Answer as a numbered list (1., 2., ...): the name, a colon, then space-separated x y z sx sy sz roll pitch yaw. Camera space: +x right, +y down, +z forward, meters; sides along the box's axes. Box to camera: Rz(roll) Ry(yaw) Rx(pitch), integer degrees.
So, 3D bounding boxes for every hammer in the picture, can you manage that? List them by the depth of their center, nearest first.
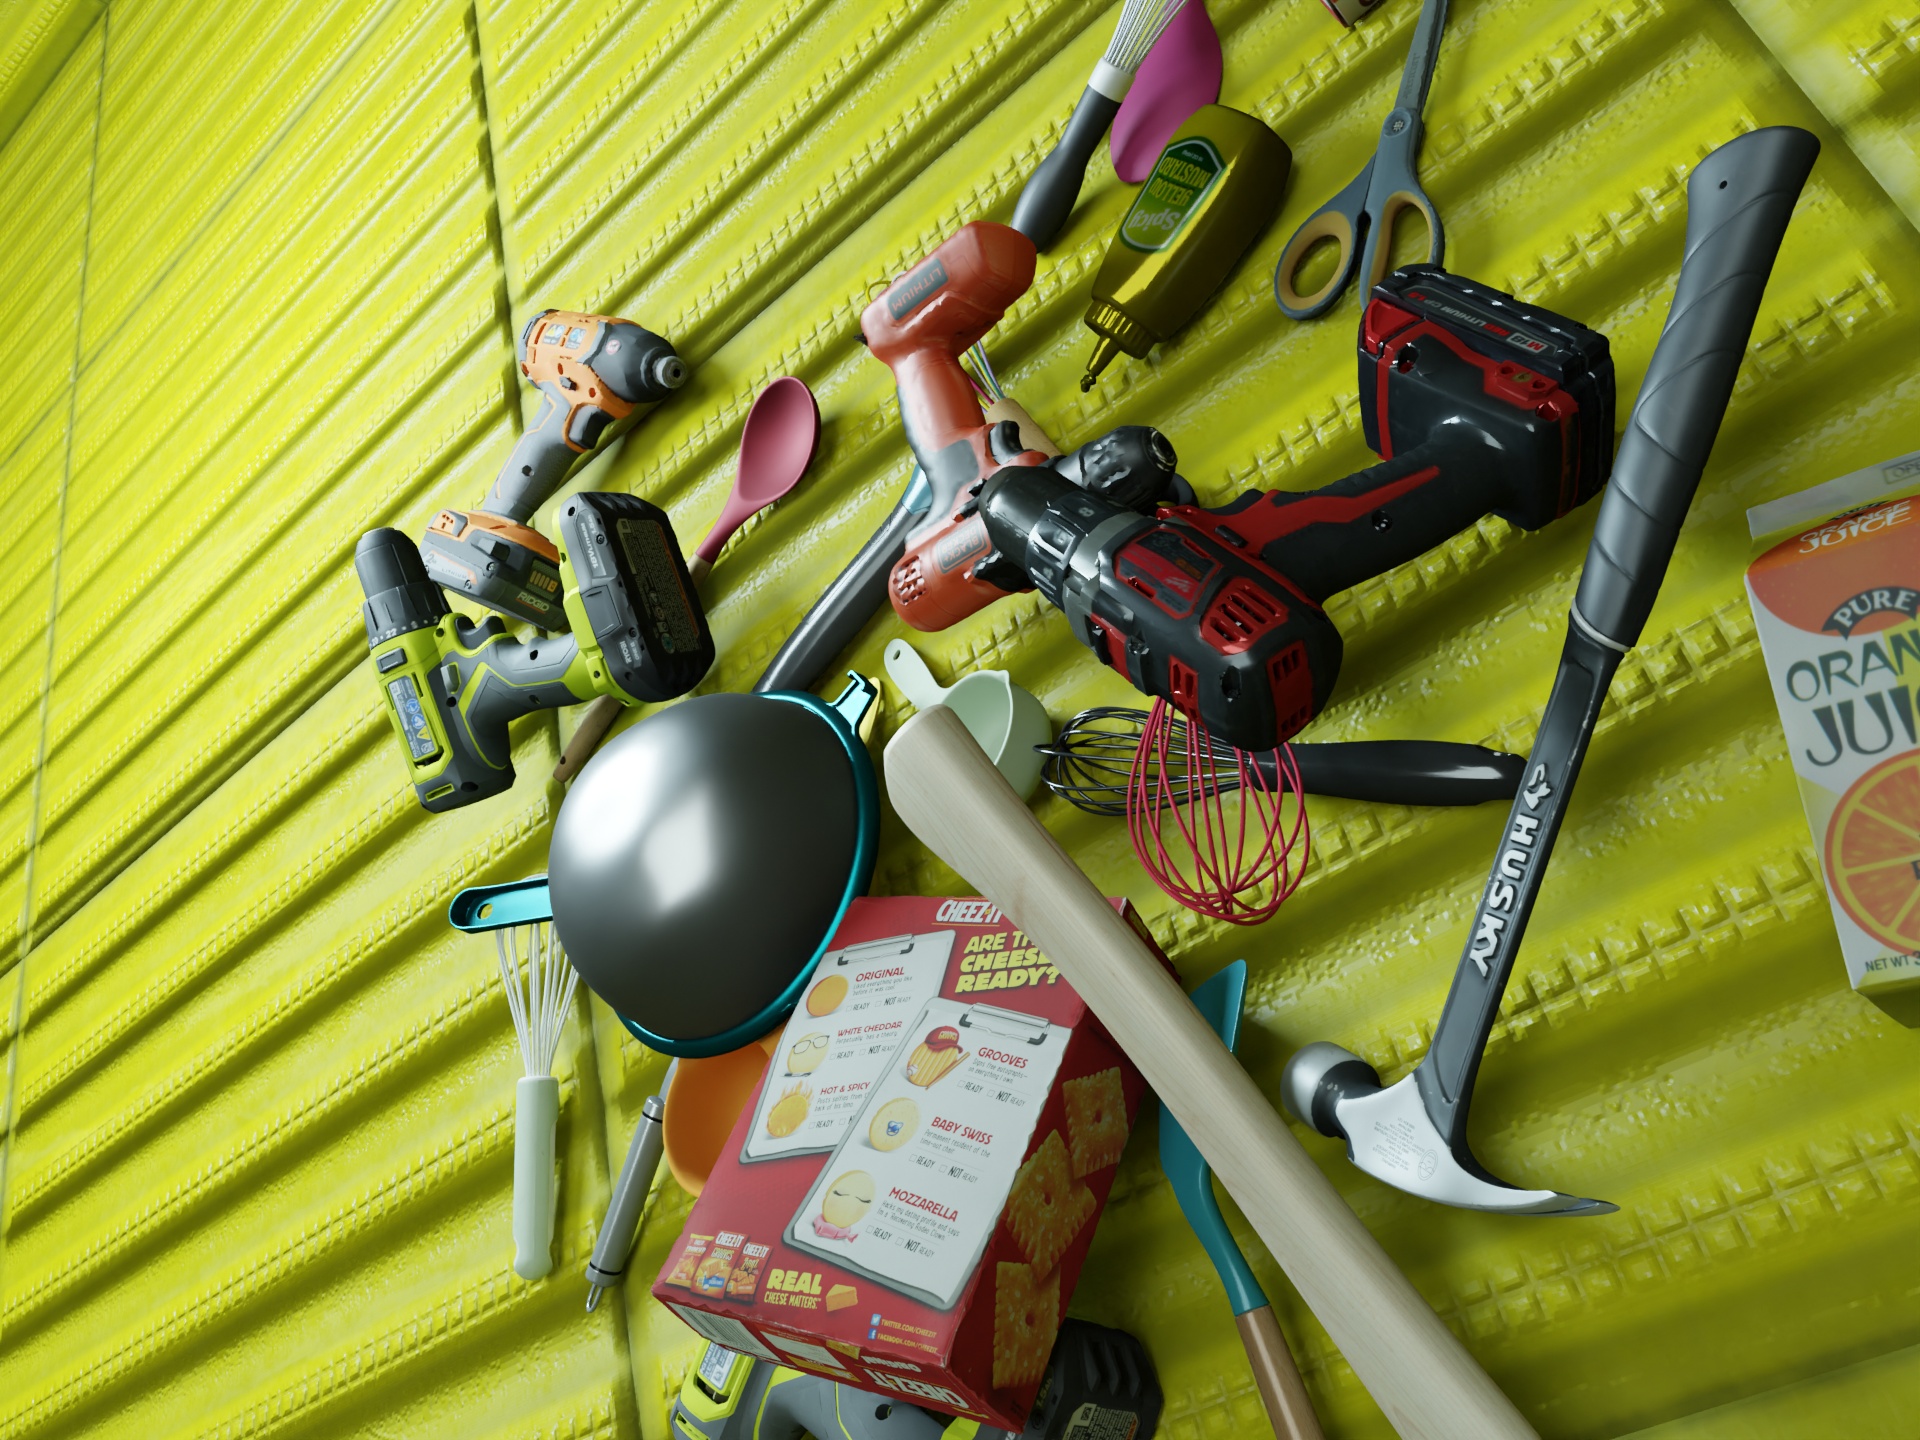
1. hammer: 0.231 -0.016 0.583 0.149 0.036 0.409 25 98 65
2. hammer: 0.105 0.144 0.586 0.411 0.038 0.146 51 130 23
3. hammer: -0.107 -0.021 0.944 0.331 0.033 0.128 -49 48 14

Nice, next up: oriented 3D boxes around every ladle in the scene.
1. ladle: -0.181 -0.085 1.037 0.069 0.031 0.315 45 106 35

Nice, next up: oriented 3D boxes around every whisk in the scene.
1. whisk: 0.103 -0.026 0.703 0.073 0.073 0.296 -34 33 26
2. whisk: 0.135 0.020 0.712 0.239 0.055 0.055 1 74 37
3. whisk: 0.098 -0.378 0.862 0.284 0.070 0.070 -58 45 29
4. whisk: 0.009 -0.185 0.904 0.051 0.047 0.245 -46 53 15
5. whisk: -0.258 0.213 0.976 0.057 0.059 0.246 127 142 -65

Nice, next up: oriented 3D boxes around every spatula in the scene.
1. spatula: 0.134 0.254 0.623 0.082 0.044 0.318 -56 47 52

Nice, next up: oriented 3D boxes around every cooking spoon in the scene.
1. cooking spoon: 0.136 -0.456 0.917 0.069 0.017 0.319 3 76 41

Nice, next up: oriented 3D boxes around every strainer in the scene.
1. strainer: -0.201 0.077 0.882 0.340 0.095 0.211 -13 60 35
2. strainer: -0.168 0.213 0.900 0.087 0.050 0.258 17 88 59

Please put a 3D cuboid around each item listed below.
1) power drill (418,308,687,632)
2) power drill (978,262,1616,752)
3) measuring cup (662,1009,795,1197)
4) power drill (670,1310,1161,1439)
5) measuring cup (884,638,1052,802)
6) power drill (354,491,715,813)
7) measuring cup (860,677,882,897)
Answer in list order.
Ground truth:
1. power drill: -0.283 -0.183 1.130 0.164 0.084 0.226 18 82 41
2. power drill: 0.134 -0.098 0.663 0.227 0.080 0.188 -35 46 -15
3. measuring cup: -0.084 0.177 0.834 0.173 0.052 0.095 -53 47 8
4. power drill: -0.027 0.292 0.722 0.223 0.080 0.171 15 78 46
5. measuring cup: -0.001 -0.003 0.852 0.083 0.038 0.168 -56 31 10
6. power drill: -0.287 -0.061 1.024 0.228 0.080 0.190 -20 88 24
7. measuring cup: -0.059 0.049 0.887 0.062 0.029 0.157 -9 56 38
